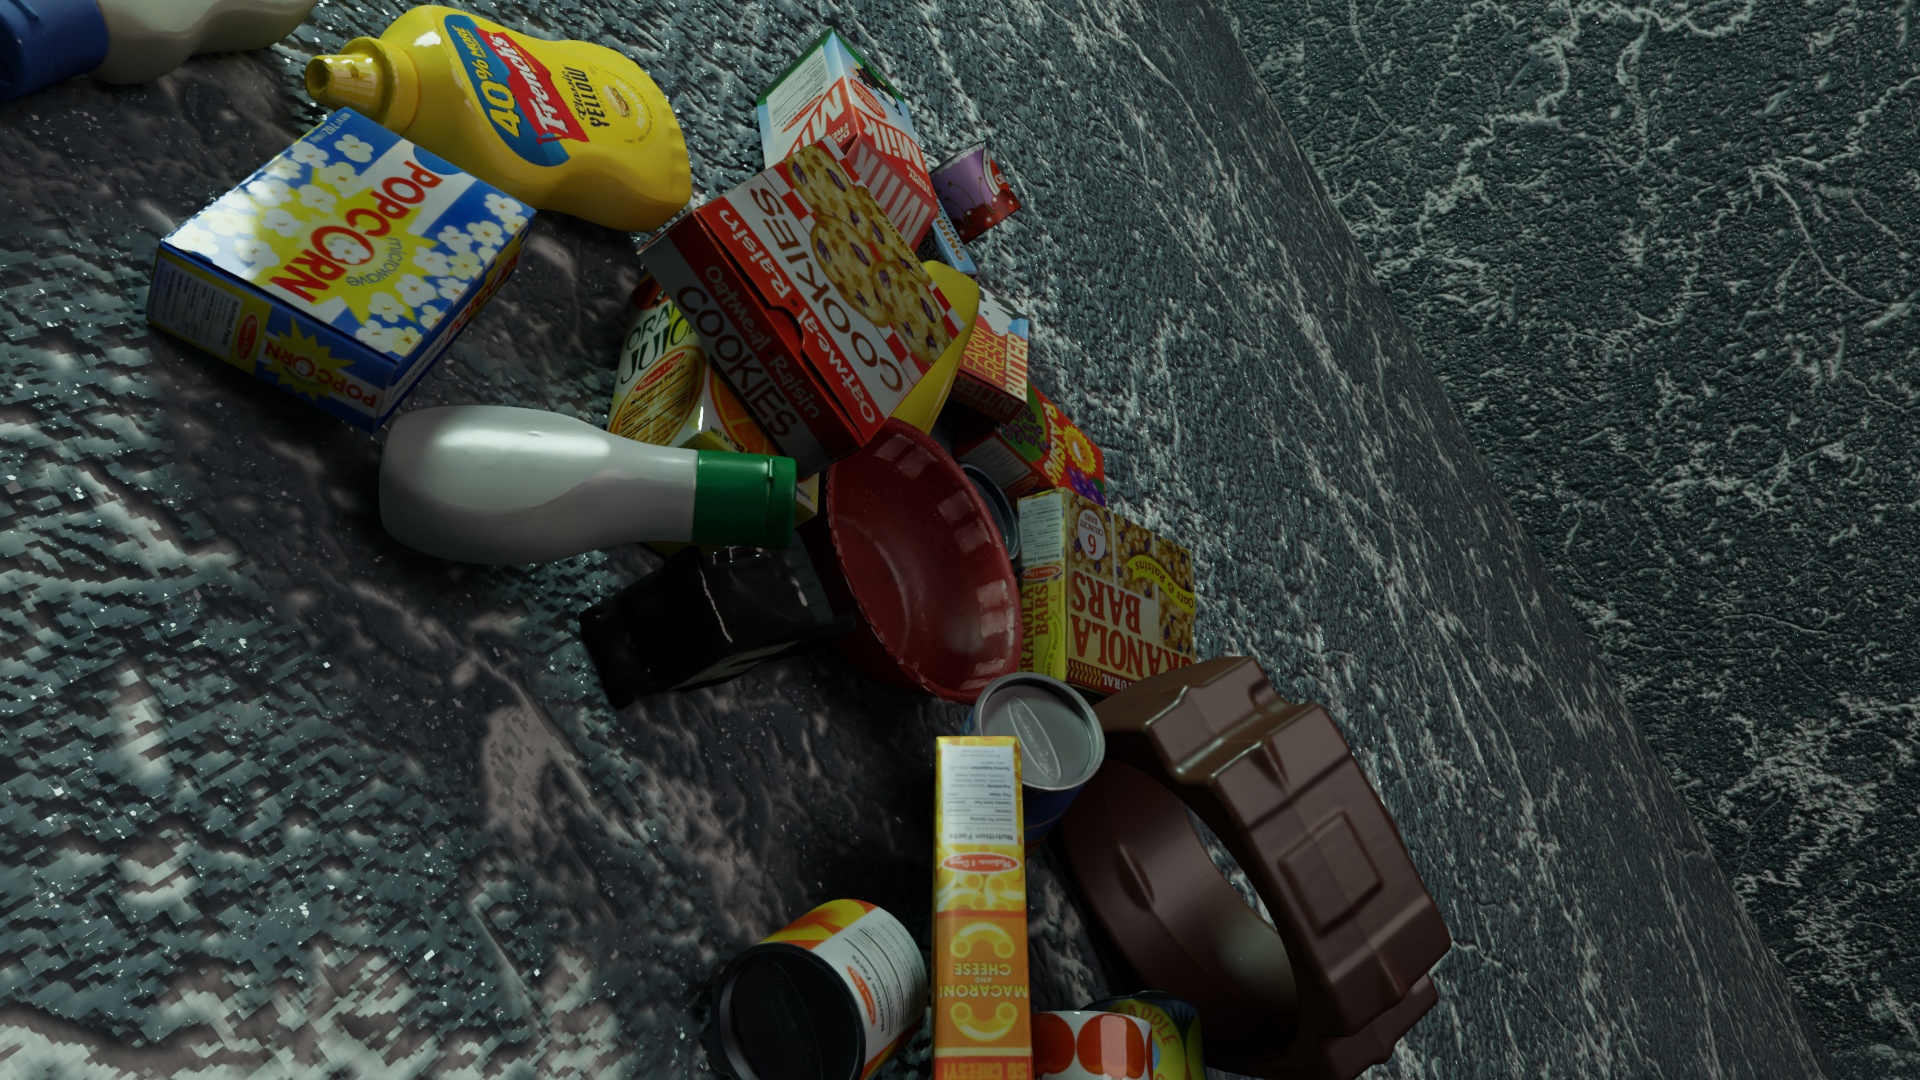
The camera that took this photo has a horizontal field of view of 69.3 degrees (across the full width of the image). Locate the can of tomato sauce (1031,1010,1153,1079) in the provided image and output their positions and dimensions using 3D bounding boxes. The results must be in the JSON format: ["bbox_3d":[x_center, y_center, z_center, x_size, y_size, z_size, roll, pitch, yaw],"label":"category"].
[{"bbox_3d":[0.054,0.261,0.627,0.071,0.071,0.083,32,49,-42],"label":"can of tomato sauce"}]

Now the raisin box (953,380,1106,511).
[{"bbox_3d":[0.049,-0.058,0.955,0.123,0.040,0.086,39,34,-32],"label":"raisin box"}]

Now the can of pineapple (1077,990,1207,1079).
[{"bbox_3d":[0.090,0.266,0.694,0.071,0.071,0.058,37,37,-38],"label":"can of pineapple"}]

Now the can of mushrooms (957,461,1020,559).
[{"bbox_3d":[0.003,-0.011,0.842,0.071,0.033,0.071,40,35,-35],"label":"can of mushrooms"}]

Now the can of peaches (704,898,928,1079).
[{"bbox_3d":[-0.055,0.180,0.539,0.071,0.071,0.058,65,23,7],"label":"can of peaches"}]

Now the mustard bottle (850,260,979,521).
[{"bbox_3d":[-0.036,-0.083,0.797,0.049,0.065,0.161,27,66,-16],"label":"mustard bottle"}]

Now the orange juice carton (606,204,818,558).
[{"bbox_3d":[-0.116,-0.084,0.674,0.071,0.073,0.194,37,36,-37],"label":"orange juice carton"}]

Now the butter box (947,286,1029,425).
[{"bbox_3d":[0.017,-0.124,0.909,0.053,0.024,0.104,25,41,-19],"label":"butter box"}]

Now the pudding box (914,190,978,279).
[{"bbox_3d":[-0.030,-0.205,0.949,0.030,0.049,0.083,-21,83,-60],"label":"pudding box"}]

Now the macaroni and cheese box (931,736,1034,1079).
[{"bbox_3d":[0.008,0.186,0.591,0.123,0.040,0.167,92,-2,-49],"label":"macaroni and cheese box"}]

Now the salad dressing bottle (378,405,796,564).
[{"bbox_3d":[-0.137,-0.019,0.525,0.148,0.043,0.064,4,48,-11],"label":"salad dressing bottle"}]

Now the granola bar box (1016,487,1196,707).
[{"bbox_3d":[0.099,0.048,0.905,0.165,0.039,0.124,22,63,-49],"label":"granola bar box"}]

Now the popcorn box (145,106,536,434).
[{"bbox_3d":[-0.227,-0.105,0.522,0.085,0.038,0.127,28,37,-11],"label":"popcorn box"}]

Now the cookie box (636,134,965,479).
[{"bbox_3d":[-0.067,-0.118,0.663,0.122,0.040,0.168,53,28,-13],"label":"cookie box"}]

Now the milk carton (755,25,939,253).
[{"bbox_3d":[-0.070,-0.228,0.847,0.072,0.073,0.191,37,26,-36],"label":"milk carton"}]

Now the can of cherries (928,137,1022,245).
[{"bbox_3d":[0.006,-0.255,1.029,0.058,0.071,0.072,56,28,-9],"label":"can of cherries"}]

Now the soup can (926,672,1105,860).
[{"bbox_3d":[0.023,0.116,0.688,0.071,0.083,0.072,12,47,-13],"label":"soup can"}]

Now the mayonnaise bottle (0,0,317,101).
[{"bbox_3d":[-0.304,-0.200,0.510,0.064,0.041,0.149,49,32,-18],"label":"mayonnaise bottle"}]
